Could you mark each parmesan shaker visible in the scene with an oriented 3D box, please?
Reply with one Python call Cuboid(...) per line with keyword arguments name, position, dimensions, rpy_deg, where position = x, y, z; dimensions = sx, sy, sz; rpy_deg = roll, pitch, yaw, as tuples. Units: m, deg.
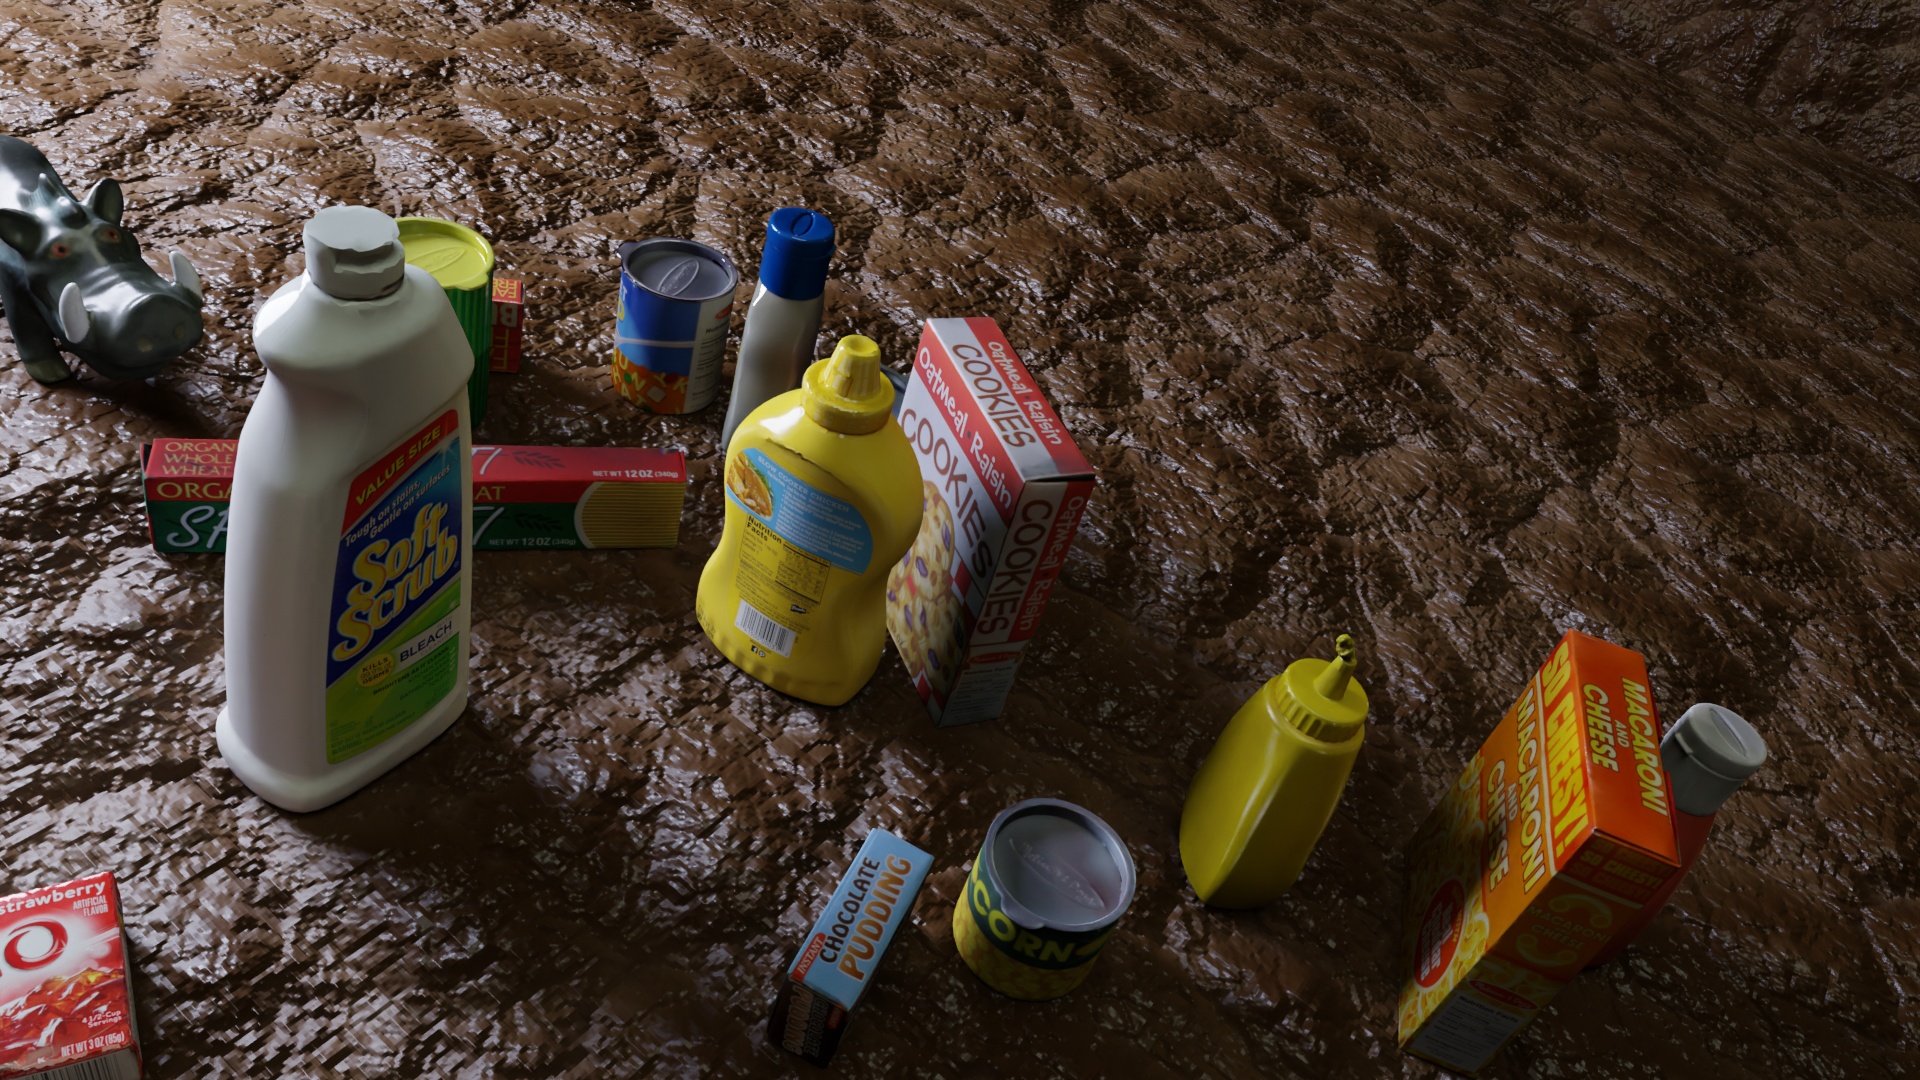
Cuboid(name="parmesan shaker", position=(-0.285, -0.110, 0.745), dimensions=(0.071, 0.102, 0.072), rpy_deg=(11, 40, -9))

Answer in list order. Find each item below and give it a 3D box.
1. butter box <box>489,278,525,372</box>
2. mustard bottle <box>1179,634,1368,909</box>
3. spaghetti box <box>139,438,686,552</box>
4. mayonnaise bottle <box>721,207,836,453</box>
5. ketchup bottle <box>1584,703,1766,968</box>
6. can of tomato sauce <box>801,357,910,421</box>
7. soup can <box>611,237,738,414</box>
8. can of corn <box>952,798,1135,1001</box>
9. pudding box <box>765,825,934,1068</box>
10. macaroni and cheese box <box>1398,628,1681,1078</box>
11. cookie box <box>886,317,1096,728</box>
Cuboid(name="butter box", position=(-0.305, -0.127, 0.795), dimensions=(0.104, 0.052, 0.024), rpy_deg=(3, 42, -19))
Cuboid(name="mustard bottle", position=(0.146, 0.101, 0.627), dimensions=(0.049, 0.159, 0.065), rpy_deg=(7, 41, -14))
Cuboid(name="spaghetti box", position=(-0.265, -0.021, 0.693), dimensions=(0.250, 0.049, 0.029), rpy_deg=(0, 43, -22))
Cuboid(name="mayonnaise bottle", position=(-0.103, -0.116, 0.788), dimensions=(0.041, 0.147, 0.065), rpy_deg=(18, 39, -1))
Cuboid(name="ketchup bottle", position=(0.321, 0.139, 0.661), dimensions=(0.043, 0.148, 0.065), rpy_deg=(5, 41, -16))
Cuboid(name="can of tomato sauce", position=(-0.062, -0.051, 0.780), dimensions=(0.071, 0.082, 0.071), rpy_deg=(11, 40, -9))
Cuboid(name="soup can", position=(-0.173, -0.128, 0.824), dimensions=(0.071, 0.083, 0.072), rpy_deg=(11, 40, -9))
Cuboid(name="can of corn", position=(0.034, 0.157, 0.599), dimensions=(0.071, 0.058, 0.071), rpy_deg=(11, 40, -9))
Cuboid(name="pudding box", position=(-0.044, 0.164, 0.567), dimensions=(0.030, 0.049, 0.084), rpy_deg=(26, 40, 8))
Cuboid(name="macaroni and cheese box", position=(0.251, 0.140, 0.619), dimensions=(0.040, 0.165, 0.124), rpy_deg=(21, 40, 3))
Cuboid(name="cookie box", position=(0.002, -0.009, 0.691), dimensions=(0.040, 0.166, 0.123), rpy_deg=(-5, 45, -26))
